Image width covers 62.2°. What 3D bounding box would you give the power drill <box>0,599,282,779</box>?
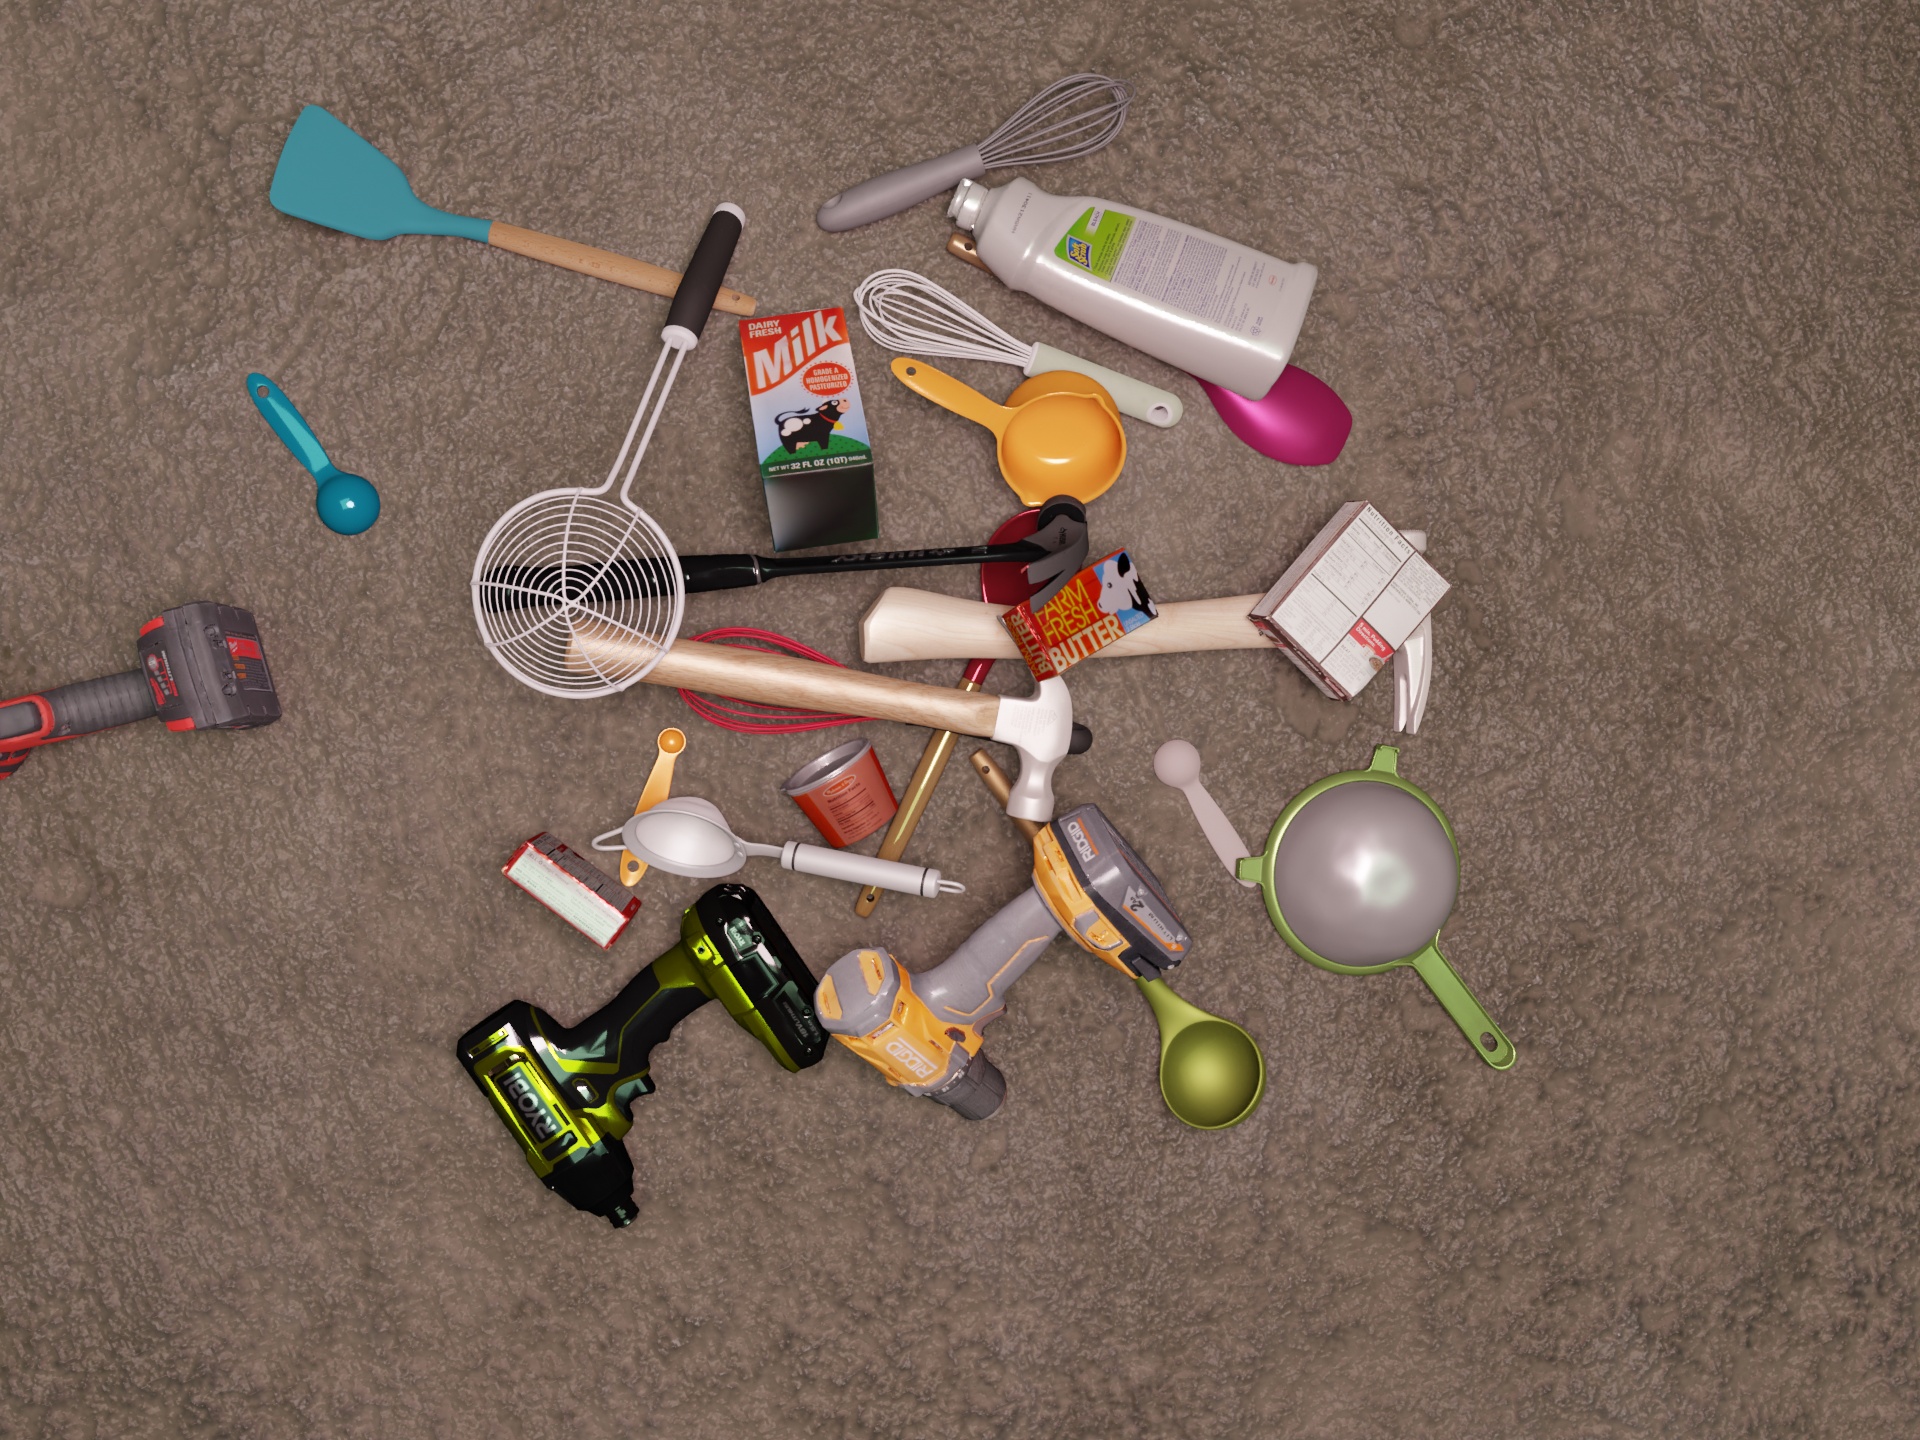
[{"bbox_3d":[-0.565,-0.007,0.994,0.226,0.188,0.080,-16,93,-9],"label":"power drill"}]

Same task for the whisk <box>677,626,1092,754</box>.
[{"bbox_3d":[-0.054,-0.011,1.085,0.296,0.073,0.073,10,91,-4],"label":"whisk"}]

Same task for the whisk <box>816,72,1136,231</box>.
[{"bbox_3d":[0.010,-0.392,1.104,0.239,0.055,0.055,-22,94,0],"label":"whisk"}]

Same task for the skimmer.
[{"bbox_3d":[-0.205,-0.186,1.032,0.127,0.090,0.364,18,59,-8],"label":"skimmer"}]

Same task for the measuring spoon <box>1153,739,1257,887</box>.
[{"bbox_3d":[0.181,0.069,1.147,0.034,0.018,0.124,-33,95,-4],"label":"measuring spoon"}]

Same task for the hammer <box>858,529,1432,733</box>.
[{"bbox_3d":[0.135,-0.055,1.109,0.410,0.038,0.146,-3,93,-11],"label":"hammer"}]

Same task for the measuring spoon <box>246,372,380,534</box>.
[{"bbox_3d":[-0.444,-0.183,1.077,0.042,0.021,0.128,-36,96,-3],"label":"measuring spoon"}]

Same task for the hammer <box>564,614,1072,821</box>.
[{"bbox_3d":[-0.088,-0.024,1.035,0.331,0.031,0.130,10,93,-9],"label":"hammer"}]

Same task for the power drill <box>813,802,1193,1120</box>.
[{"bbox_3d":[0.040,0.176,1.067,0.226,0.084,0.185,-35,130,8],"label":"power drill"}]

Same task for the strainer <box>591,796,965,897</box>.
[{"bbox_3d":[-0.122,0.089,1.080,0.258,0.086,0.050,10,55,10],"label":"strainer"}]

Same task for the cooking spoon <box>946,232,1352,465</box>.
[{"bbox_3d":[0.135,-0.269,1.131,0.319,0.017,0.069,25,87,-6],"label":"cooking spoon"}]

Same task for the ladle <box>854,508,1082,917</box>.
[{"bbox_3d":[-0.002,-0.004,1.124,0.069,0.031,0.315,26,91,-6],"label":"ladle"}]

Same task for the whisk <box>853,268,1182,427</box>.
[{"bbox_3d":[0.042,-0.256,1.113,0.246,0.059,0.057,19,127,-9],"label":"whisk"}]

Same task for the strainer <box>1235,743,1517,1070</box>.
[{"bbox_3d":[0.328,0.154,1.137,0.151,0.069,0.256,-38,95,-4],"label":"strainer"}]

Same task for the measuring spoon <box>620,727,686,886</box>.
[{"bbox_3d":[-0.217,0.060,1.115,0.021,0.011,0.117,17,94,-16],"label":"measuring spoon"}]

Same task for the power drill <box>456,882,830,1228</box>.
[{"bbox_3d":[-0.206,0.229,1.090,0.223,0.080,0.171,-33,95,0],"label":"power drill"}]

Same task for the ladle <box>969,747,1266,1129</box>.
[{"bbox_3d":[0.105,0.152,1.125,0.078,0.062,0.320,-37,92,11],"label":"ladle"}]

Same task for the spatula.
[{"bbox_3d":[-0.293,-0.328,1.076,0.317,0.044,0.082,14,71,-7],"label":"spatula"}]

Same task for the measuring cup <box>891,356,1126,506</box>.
[{"bbox_3d":[0.032,-0.214,1.086,0.173,0.052,0.095,25,124,-15],"label":"measuring cup"}]

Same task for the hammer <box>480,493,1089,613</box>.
[{"bbox_3d":[-0.120,-0.098,1.054,0.409,0.149,0.036,-4,114,7],"label":"hammer"}]
